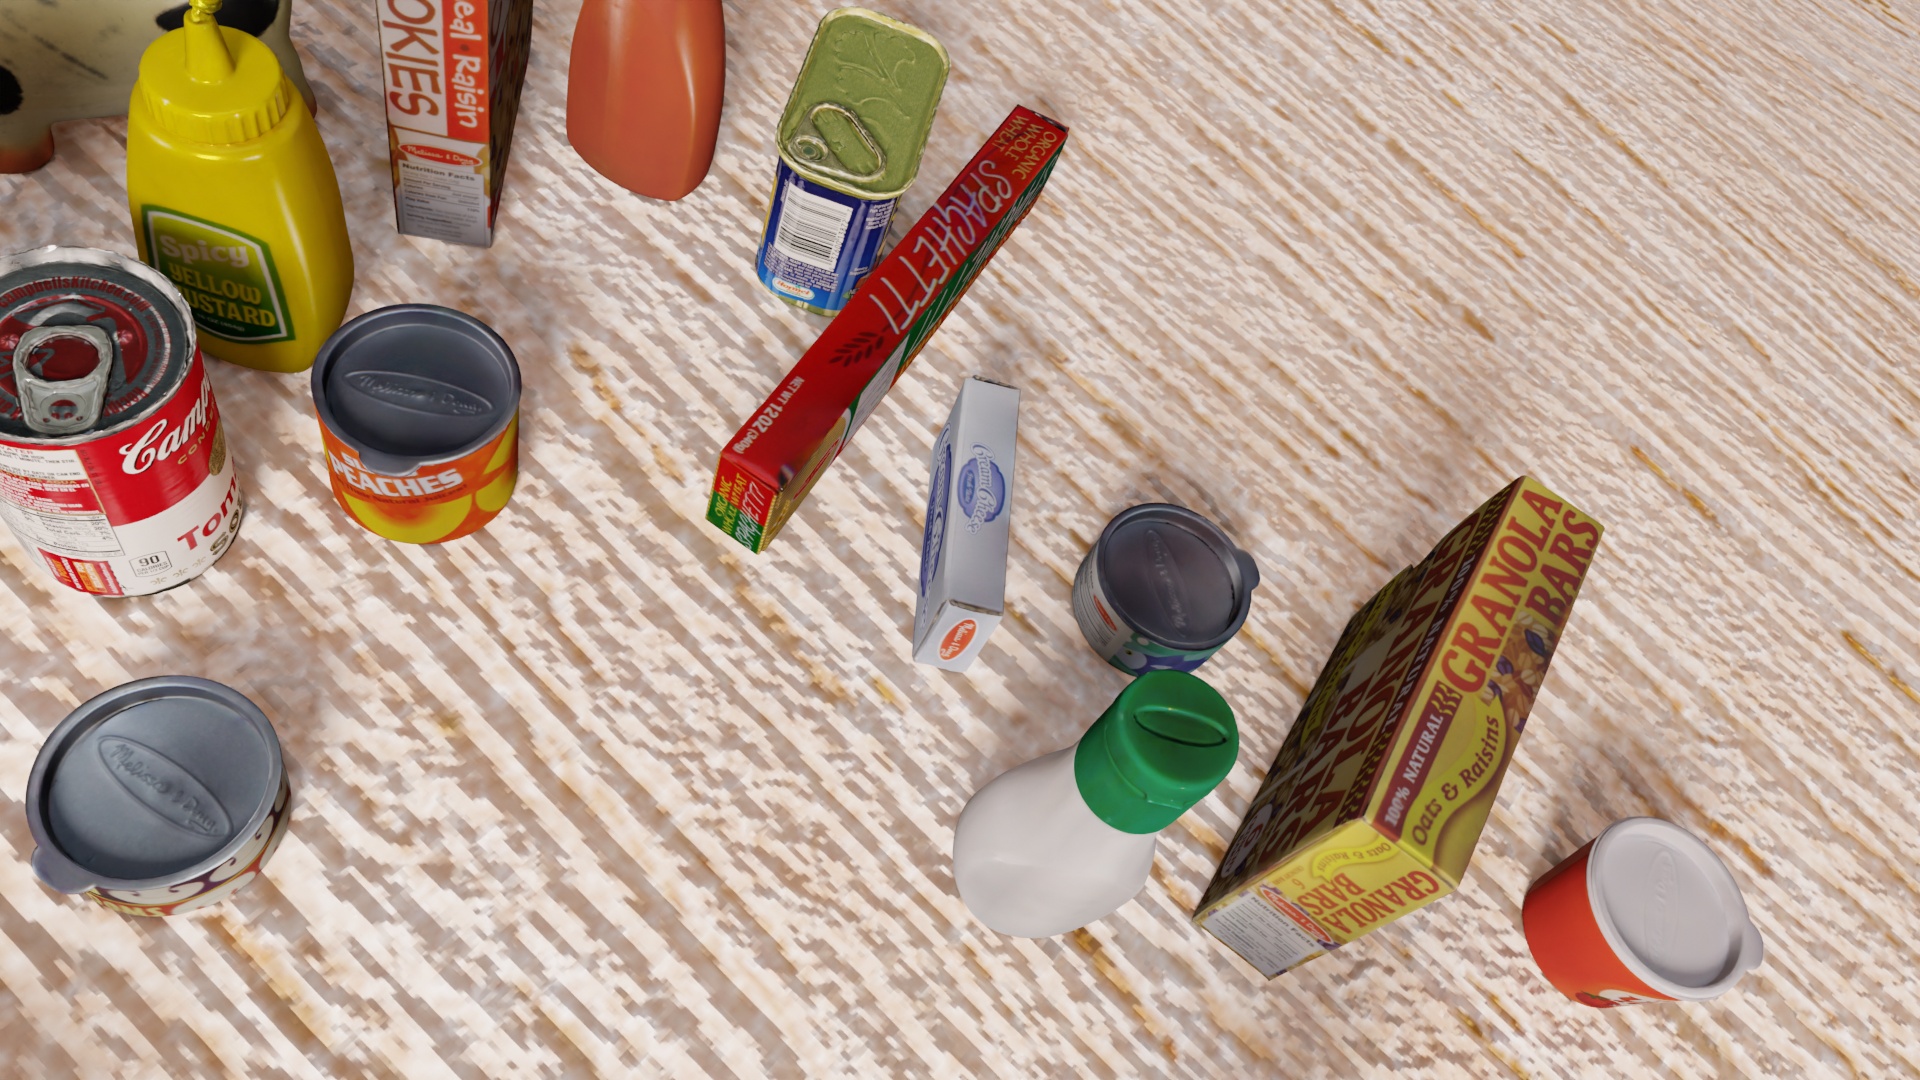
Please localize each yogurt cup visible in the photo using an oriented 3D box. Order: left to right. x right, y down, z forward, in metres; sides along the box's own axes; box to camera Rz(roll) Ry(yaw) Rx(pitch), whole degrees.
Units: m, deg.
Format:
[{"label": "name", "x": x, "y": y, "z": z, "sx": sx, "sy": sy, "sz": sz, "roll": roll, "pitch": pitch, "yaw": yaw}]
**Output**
[{"label": "yogurt cup", "x": 0.255, "y": 0.146, "z": 0.532, "sx": 0.072, "sy": 0.053, "sz": 0.073, "roll": 8, "pitch": 59, "yaw": -14}]

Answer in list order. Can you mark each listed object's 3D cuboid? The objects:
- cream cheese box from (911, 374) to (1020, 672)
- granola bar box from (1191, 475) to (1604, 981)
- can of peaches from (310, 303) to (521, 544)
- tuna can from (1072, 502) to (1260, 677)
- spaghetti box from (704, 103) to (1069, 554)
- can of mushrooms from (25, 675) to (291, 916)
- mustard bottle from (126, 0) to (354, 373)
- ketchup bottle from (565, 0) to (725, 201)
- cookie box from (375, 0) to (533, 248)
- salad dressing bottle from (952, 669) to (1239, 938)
[{"label": "cream cheese box", "x": 0.002, "y": -0.007, "z": 0.537, "sx": 0.024, "sy": 0.053, "sz": 0.104, "roll": 13, "pitch": 58, "yaw": -11}, {"label": "granola bar box", "x": 0.157, "y": 0.067, "z": 0.503, "sx": 0.039, "sy": 0.123, "sz": 0.166, "roll": 36, "pitch": 56, "yaw": 4}, {"label": "can of peaches", "x": -0.190, "y": -0.038, "z": 0.488, "sx": 0.071, "sy": 0.057, "sz": 0.071, "roll": 8, "pitch": 59, "yaw": -14}, {"label": "tuna can", "x": 0.082, "y": 0.021, "z": 0.560, "sx": 0.071, "sy": 0.032, "sz": 0.071, "roll": 8, "pitch": 59, "yaw": -14}, {"label": "spaghetti box", "x": -0.024, "y": -0.097, "z": 0.583, "sx": 0.029, "sy": 0.050, "sz": 0.251, "roll": 33, "pitch": 56, "yaw": 2}, {"label": "can of mushrooms", "x": -0.240, "y": 0.079, "z": 0.417, "sx": 0.071, "sy": 0.033, "sz": 0.071, "roll": 8, "pitch": 59, "yaw": -14}, {"label": "mustard bottle", "x": -0.240, "y": -0.118, "z": 0.457, "sx": 0.065, "sy": 0.159, "sz": 0.049, "roll": 15, "pitch": 58, "yaw": -10}, {"label": "ketchup bottle", "x": -0.122, "y": -0.205, "z": 0.554, "sx": 0.065, "sy": 0.148, "sz": 0.044, "roll": 30, "pitch": 56, "yaw": 0}, {"label": "cookie box", "x": -0.187, "y": -0.213, "z": 0.526, "sx": 0.040, "sy": 0.166, "sz": 0.123, "roll": 8, "pitch": 59, "yaw": -14}, {"label": "salad dressing bottle", "x": 0.040, "y": 0.086, "z": 0.439, "sx": 0.064, "sy": 0.147, "sz": 0.044, "roll": 15, "pitch": 58, "yaw": -10}]
